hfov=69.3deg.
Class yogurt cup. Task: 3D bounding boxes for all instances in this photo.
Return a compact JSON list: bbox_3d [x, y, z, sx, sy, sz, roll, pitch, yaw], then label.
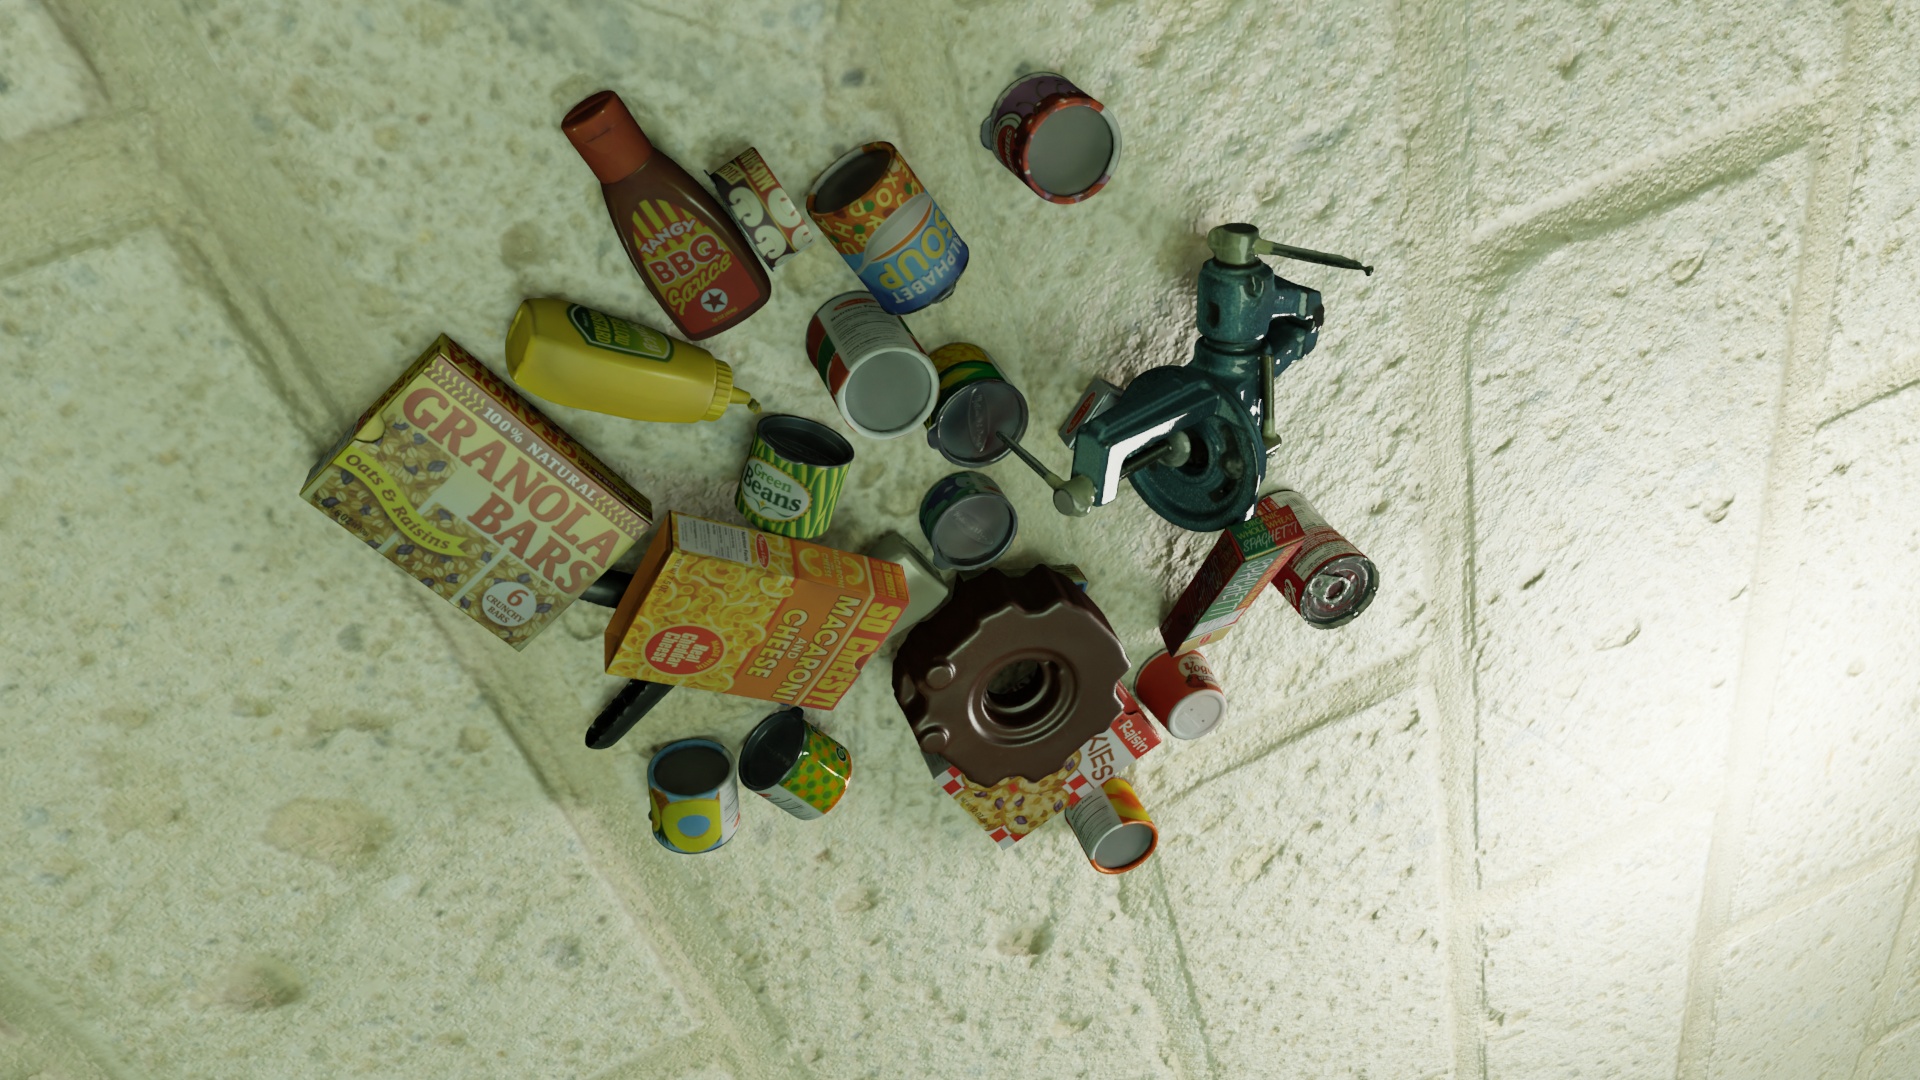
[{"bbox_3d":[0.187,0.130,1.166,0.072,0.054,0.072,-11,126,-15],"label":"yogurt cup"}]

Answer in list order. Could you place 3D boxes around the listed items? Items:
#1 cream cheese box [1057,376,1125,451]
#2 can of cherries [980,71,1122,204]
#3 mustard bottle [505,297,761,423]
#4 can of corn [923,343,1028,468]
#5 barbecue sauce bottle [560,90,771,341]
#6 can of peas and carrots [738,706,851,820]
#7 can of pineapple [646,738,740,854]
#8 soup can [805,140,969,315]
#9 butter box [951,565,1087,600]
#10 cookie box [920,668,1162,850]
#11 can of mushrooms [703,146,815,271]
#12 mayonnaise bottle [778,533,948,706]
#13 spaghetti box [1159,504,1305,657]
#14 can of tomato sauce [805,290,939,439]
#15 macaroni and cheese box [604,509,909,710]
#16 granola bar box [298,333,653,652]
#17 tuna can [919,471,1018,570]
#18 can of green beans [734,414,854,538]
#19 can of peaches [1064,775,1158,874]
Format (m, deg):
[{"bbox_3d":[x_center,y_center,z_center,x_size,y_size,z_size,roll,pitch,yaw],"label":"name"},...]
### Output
[{"bbox_3d":[0.128,-0.077,1.018,0.104,0.024,0.053,20,113,-32],"label":"cream cheese box"},{"bbox_3d":[0.055,-0.245,0.850,0.071,0.058,0.071,-11,126,-16],"label":"can of cherries"},{"bbox_3d":[-0.191,-0.102,0.845,0.160,0.065,0.048,11,123,-35],"label":"mustard bottle"},{"bbox_3d":[0.003,-0.091,0.934,0.071,0.058,0.070,-11,126,-15],"label":"can of corn"},{"bbox_3d":[-0.172,-0.188,0.804,0.065,0.044,0.148,-27,129,8],"label":"barbecue sauce bottle"},{"bbox_3d":[-0.124,0.169,1.057,0.071,0.071,0.058,-41,129,8],"label":"can of peas and carrots"},{"bbox_3d":[-0.201,0.191,1.038,0.071,0.071,0.057,-9,125,-17],"label":"can of pineapple"},{"bbox_3d":[-0.042,-0.188,0.840,0.071,0.071,0.083,-37,128,5],"label":"soup can"},{"bbox_3d":[0.043,0.048,1.069,0.104,0.024,0.052,-3,123,-22],"label":"butter box"},{"bbox_3d":[0.070,0.171,1.153,0.167,0.040,0.122,-35,128,3],"label":"cookie box"},{"bbox_3d":[-0.117,-0.194,0.808,0.033,0.071,0.070,-33,129,1],"label":"can of mushrooms"},{"bbox_3d":[-0.083,0.062,1.016,0.148,0.041,0.064,-39,127,8],"label":"mayonnaise bottle"},{"bbox_3d":[0.198,0.036,1.038,0.050,0.029,0.249,-20,162,-10],"label":"spaghetti box"},{"bbox_3d":[-0.056,-0.110,0.881,0.071,0.083,0.070,-11,126,-15],"label":"can of tomato sauce"},{"bbox_3d":[-0.135,0.052,0.920,0.166,0.040,0.123,14,130,-28],"label":"macaroni and cheese box"},{"bbox_3d":[-0.292,-0.025,0.850,0.124,0.039,0.165,-43,118,9],"label":"granola bar box"},{"bbox_3d":[0.004,-0.013,1.004,0.071,0.033,0.070,-11,126,-15],"label":"tuna can"},{"bbox_3d":[-0.110,-0.042,0.915,0.071,0.071,0.057,8,119,-27],"label":"can of green beans"},{"bbox_3d":[0.135,0.252,1.225,0.071,0.058,0.071,-11,126,-15],"label":"can of peaches"}]
